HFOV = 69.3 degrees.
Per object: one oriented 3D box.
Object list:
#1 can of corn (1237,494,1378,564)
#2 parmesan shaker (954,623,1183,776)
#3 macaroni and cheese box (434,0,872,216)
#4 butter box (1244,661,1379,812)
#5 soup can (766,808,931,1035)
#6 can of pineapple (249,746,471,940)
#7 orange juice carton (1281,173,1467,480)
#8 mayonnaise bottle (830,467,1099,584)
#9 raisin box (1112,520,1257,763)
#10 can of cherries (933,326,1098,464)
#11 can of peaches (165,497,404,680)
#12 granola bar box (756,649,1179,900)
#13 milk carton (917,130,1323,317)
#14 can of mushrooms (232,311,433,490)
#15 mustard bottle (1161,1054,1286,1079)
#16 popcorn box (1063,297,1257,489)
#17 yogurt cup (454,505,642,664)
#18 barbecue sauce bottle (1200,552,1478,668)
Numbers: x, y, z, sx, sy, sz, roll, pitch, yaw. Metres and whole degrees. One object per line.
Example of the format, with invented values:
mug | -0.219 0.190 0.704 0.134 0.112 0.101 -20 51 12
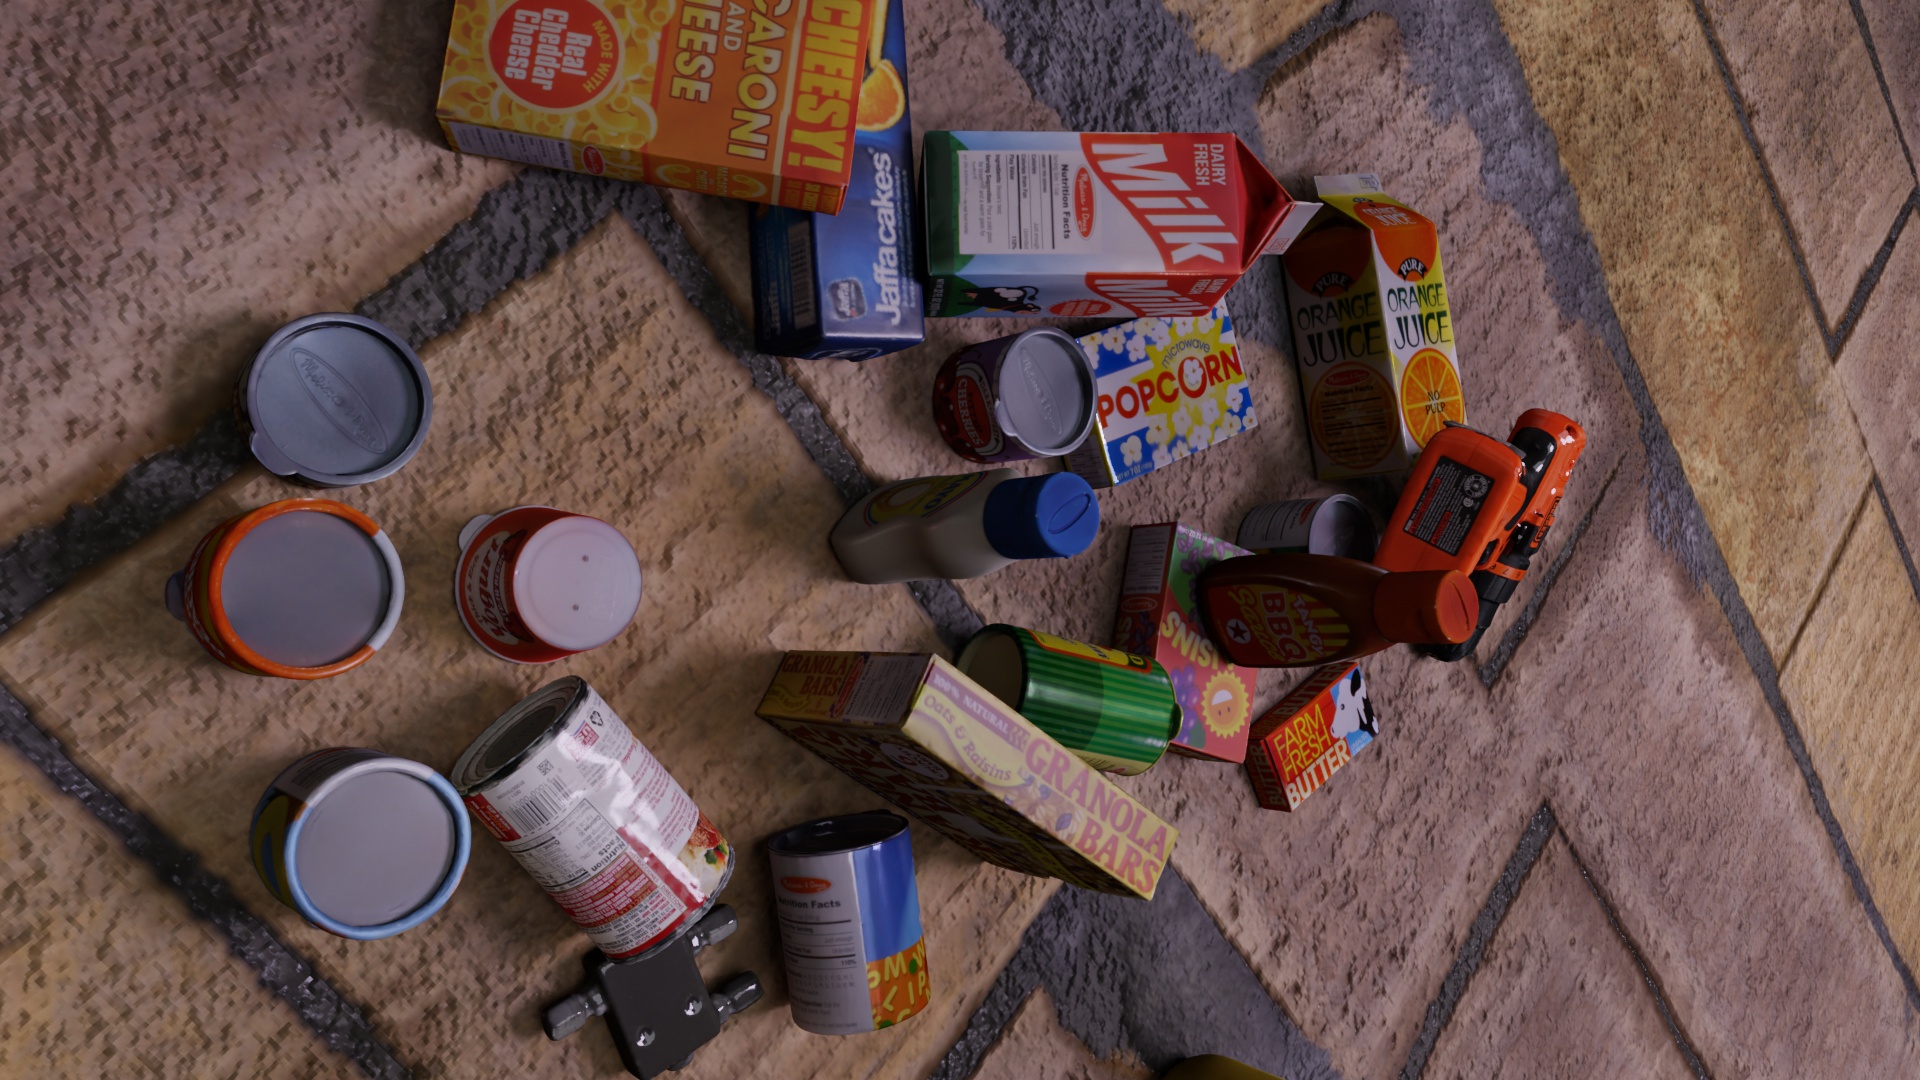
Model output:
can of corn | 0.214 0.009 0.855 0.071 0.058 0.071 3 85 -36
parmesan shaker | 0.055 0.083 0.723 0.103 0.071 0.071 16 77 -35
macaroni and cheese box | -0.124 -0.215 0.592 0.167 0.040 0.124 8 81 -9
butter box | 0.220 0.122 0.872 0.104 0.024 0.053 -30 105 -34
soup can | -0.050 0.175 0.644 0.071 0.071 0.083 -10 93 -37
can of pineapple | -0.225 0.114 0.522 0.071 0.058 0.071 3 85 -37
orange juice carton | 0.264 -0.140 0.894 0.072 0.073 0.192 -12 94 -38
mayonnaise bottle | 0.002 -0.008 0.644 0.065 0.148 0.041 -40 110 -32
raisin box | 0.131 0.060 0.802 0.086 0.040 0.123 20 74 -35
can of cherries | 0.026 -0.074 0.723 0.071 0.058 0.071 2 87 -37
can of peaches | -0.249 0.019 0.512 0.071 0.058 0.071 3 85 -37
granola bar box | 0.002 0.109 0.650 0.165 0.124 0.039 38 66 -28
milk carton | 0.076 -0.154 0.686 0.191 0.072 0.073 -1 82 -4
can of mushrooms | -0.244 -0.051 0.536 0.071 0.033 0.071 3 85 -37
mustard bottle | 0.177 0.323 0.741 0.049 0.160 0.065 -28 105 -36
popcorn box | 0.108 -0.087 0.796 0.127 0.038 0.085 -23 100 -35
yogurt cup | -0.167 0.018 0.575 0.072 0.054 0.072 2 86 -37
barbecue sauce bottle | 0.199 0.036 0.736 0.044 0.148 0.064 -35 107 -34
